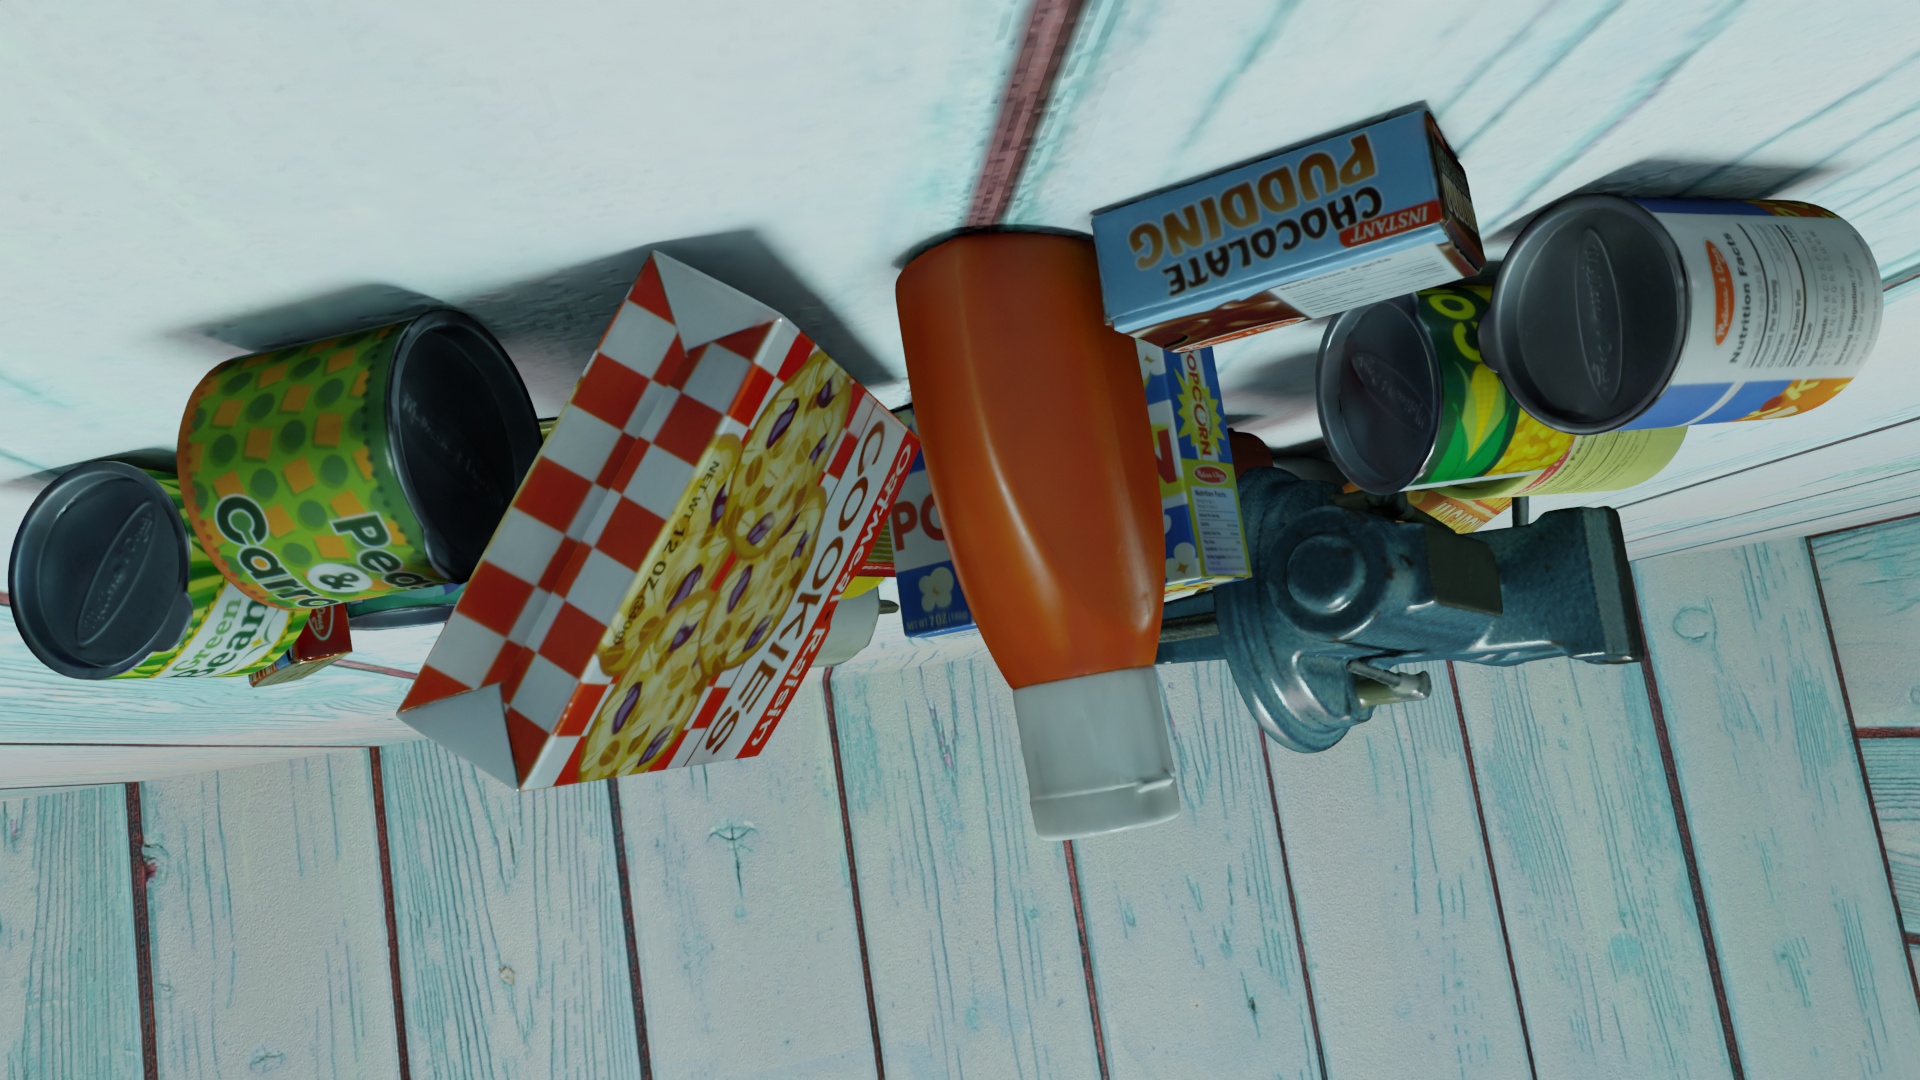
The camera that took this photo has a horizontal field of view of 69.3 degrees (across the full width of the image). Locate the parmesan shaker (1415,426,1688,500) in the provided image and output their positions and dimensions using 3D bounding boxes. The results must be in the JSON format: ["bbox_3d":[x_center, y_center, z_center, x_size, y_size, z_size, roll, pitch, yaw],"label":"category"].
[{"bbox_3d":[0.223,-0.049,0.536,0.103,0.071,0.071,-3,171,-39],"label":"parmesan shaker"}]

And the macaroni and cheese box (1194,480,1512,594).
[{"bbox_3d":[0.222,-0.002,0.752,0.166,0.040,0.124,-39,158,22],"label":"macaroni and cheese box"}]

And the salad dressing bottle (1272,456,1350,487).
[{"bbox_3d":[0.171,-0.024,0.758,0.064,0.044,0.148,-23,166,28],"label":"salad dressing bottle"}]

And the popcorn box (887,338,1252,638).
[{"bbox_3d":[0.032,-0.016,0.493,0.126,0.085,0.038,-14,170,35],"label":"popcorn box"}]

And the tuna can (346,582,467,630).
[{"bbox_3d":[-0.254,0.020,0.636,0.071,0.033,0.071,-9,172,-1],"label":"tuna can"}]

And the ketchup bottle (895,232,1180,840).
[{"bbox_3d":[0.025,-0.002,0.353,0.065,0.149,0.043,-2,168,-39],"label":"ketchup bottle"}]

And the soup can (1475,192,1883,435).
[{"bbox_3d":[0.207,-0.065,0.402,0.084,0.071,0.071,-5,171,-25],"label":"soup can"}]

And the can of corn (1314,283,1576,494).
[{"bbox_3d":[0.160,-0.053,0.454,0.058,0.071,0.071,-7,172,-19],"label":"can of corn"}]

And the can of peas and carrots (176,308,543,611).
[{"bbox_3d":[-0.145,-0.017,0.341,0.059,0.071,0.071,-10,172,13],"label":"can of peas and carrots"}]

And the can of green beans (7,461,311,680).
[{"bbox_3d":[-0.252,0.011,0.443,0.071,0.071,0.058,-11,172,13],"label":"can of green beans"}]

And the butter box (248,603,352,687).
[{"bbox_3d":[-0.292,0.032,0.605,0.024,0.053,0.103,-6,173,-37],"label":"butter box"}]

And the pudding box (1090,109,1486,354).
[{"bbox_3d":[0.079,-0.072,0.340,0.083,0.030,0.050,-13,172,29],"label":"pudding box"}]

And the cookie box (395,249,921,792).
[{"bbox_3d":[-0.069,0.004,0.393,0.040,0.123,0.167,28,179,11],"label":"cookie box"}]

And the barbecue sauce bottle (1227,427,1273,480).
[{"bbox_3d":[0.073,-0.030,0.601,0.149,0.044,0.064,-4,170,-37],"label":"barbecue sauce bottle"}]

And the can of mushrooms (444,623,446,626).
[{"bbox_3d":[-0.234,0.048,0.733,0.071,0.071,0.033,-12,172,24],"label":"can of mushrooms"}]

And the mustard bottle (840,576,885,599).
[{"bbox_3d":[-0.075,0.005,0.665,0.065,0.049,0.160,-12,172,33],"label":"mustard bottle"}]

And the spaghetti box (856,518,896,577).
[{"bbox_3d":[0.002,-0.008,0.655,0.028,0.050,0.250,-12,172,29],"label":"spaghetti box"}]
